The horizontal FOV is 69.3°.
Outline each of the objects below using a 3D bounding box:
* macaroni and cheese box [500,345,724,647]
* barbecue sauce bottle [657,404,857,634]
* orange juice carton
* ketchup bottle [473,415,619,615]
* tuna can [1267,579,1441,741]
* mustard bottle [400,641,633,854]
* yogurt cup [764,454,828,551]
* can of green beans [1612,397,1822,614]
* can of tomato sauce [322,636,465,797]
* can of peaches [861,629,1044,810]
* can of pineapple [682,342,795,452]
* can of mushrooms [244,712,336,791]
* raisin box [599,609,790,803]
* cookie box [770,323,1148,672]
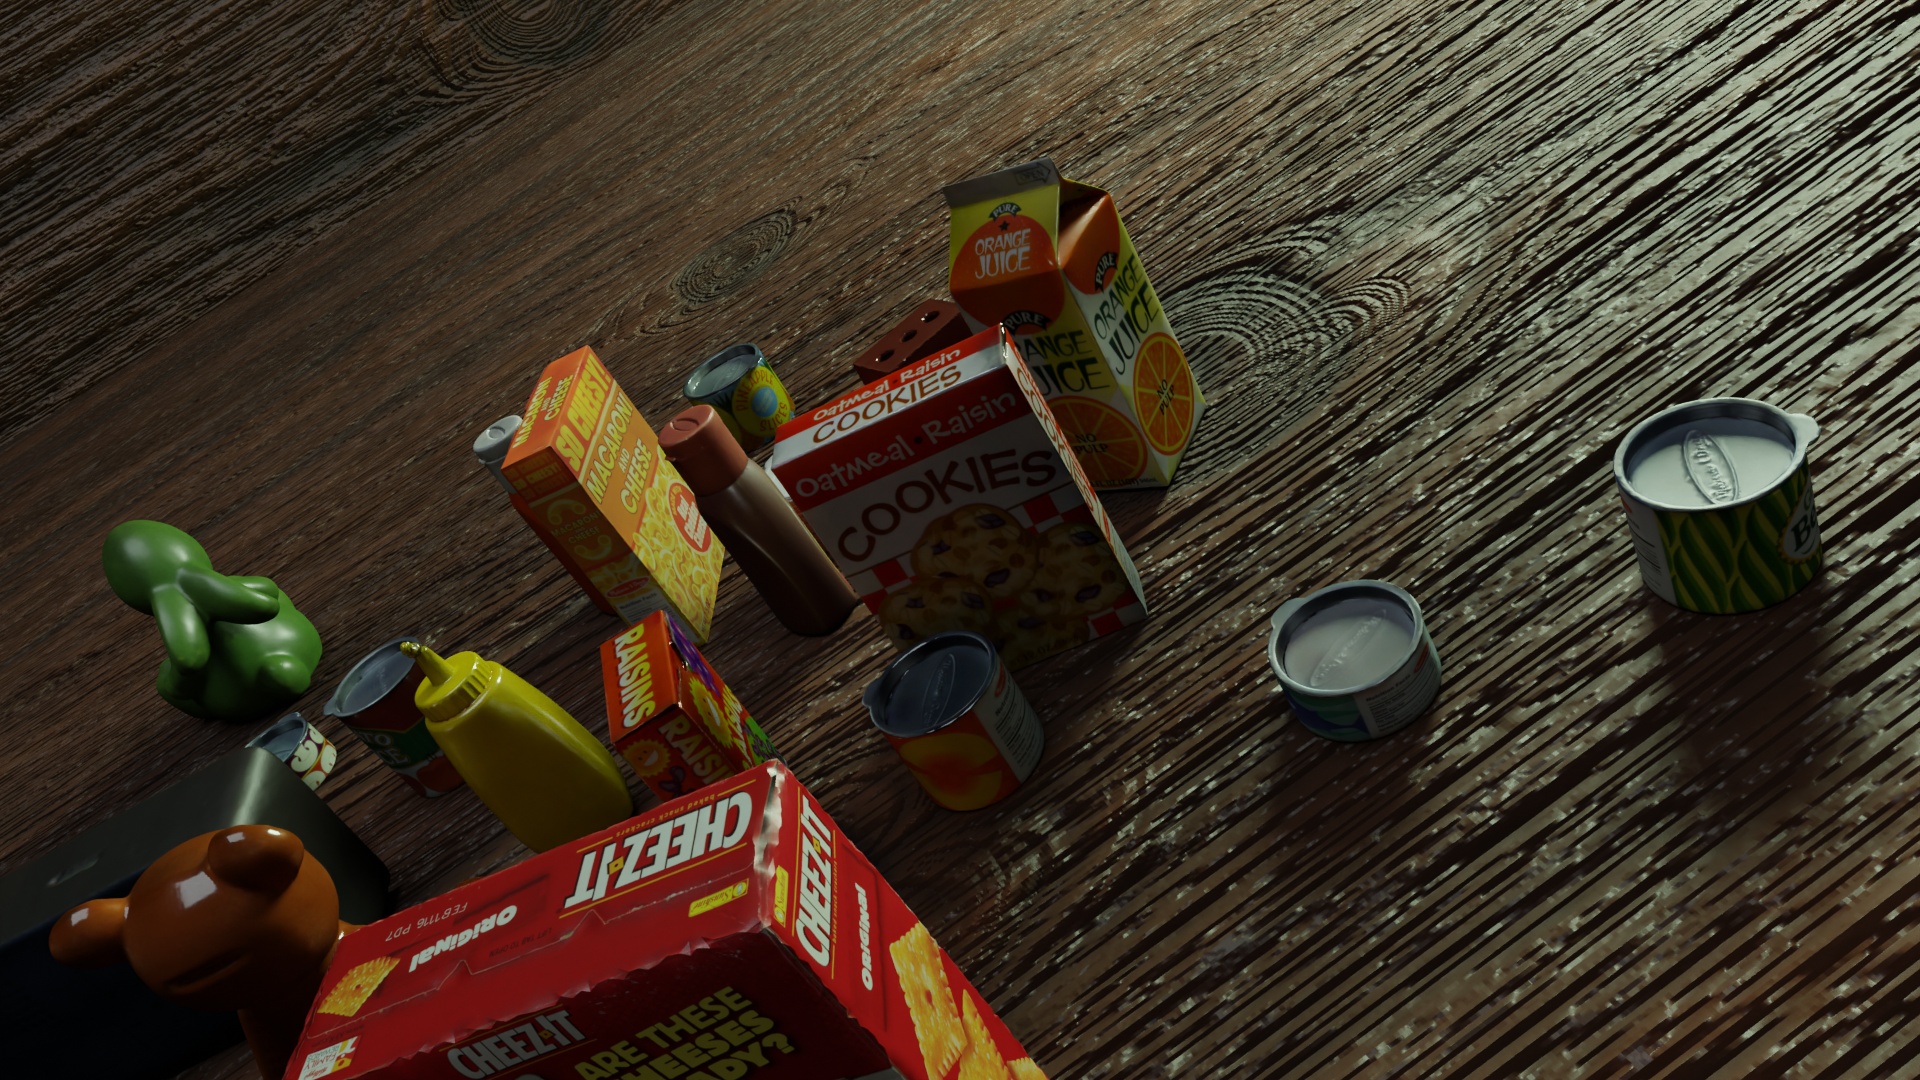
[{"bbox_3d":[-0.214,-0.023,0.880,0.040,0.166,0.124,-23,33,14],"label":"macaroni and cheese box"},{"bbox_3d":[-0.119,-0.011,0.802,0.044,0.148,0.065,-47,35,-22],"label":"barbecue sauce bottle"},{"bbox_3d":[0.060,-0.120,0.759,0.071,0.192,0.073,-3,42,37],"label":"orange juice carton"},{"bbox_3d":[-0.266,-0.016,0.930,0.044,0.148,0.065,-44,34,-19],"label":"ketchup bottle"},{"bbox_3d":[0.166,0.050,0.592,0.071,0.032,0.071,-22,34,16],"label":"tuna can"},{"bbox_3d":[-0.241,0.104,0.738,0.065,0.159,0.049,-39,33,-11],"label":"mustard bottle"},{"bbox_3d":[-0.087,-0.030,0.889,0.072,0.053,0.073,-22,34,16],"label":"yogurt cup"},{"bbox_3d":[0.297,-0.013,0.545,0.071,0.057,0.071,-22,34,16],"label":"can of green beans"},{"bbox_3d":[-0.347,0.114,0.885,0.071,0.082,0.071,-22,34,16],"label":"can of tomato sauce"},{"bbox_3d":[-0.003,0.086,0.661,0.071,0.058,0.071,-22,34,16],"label":"can of peaches"},{"bbox_3d":[-0.166,-0.107,1.054,0.071,0.057,0.071,-22,34,16],"label":"can of pineapple"},{"bbox_3d":[-0.477,0.158,0.980,0.071,0.033,0.071,-22,34,16],"label":"can of mushrooms"},{"bbox_3d":[-0.122,0.104,0.675,0.040,0.123,0.086,-31,32,1],"label":"raisin box"},{"bbox_3d":[0.002,-0.009,0.681,0.123,0.167,0.040,-23,33,14],"label":"cookie box"}]
